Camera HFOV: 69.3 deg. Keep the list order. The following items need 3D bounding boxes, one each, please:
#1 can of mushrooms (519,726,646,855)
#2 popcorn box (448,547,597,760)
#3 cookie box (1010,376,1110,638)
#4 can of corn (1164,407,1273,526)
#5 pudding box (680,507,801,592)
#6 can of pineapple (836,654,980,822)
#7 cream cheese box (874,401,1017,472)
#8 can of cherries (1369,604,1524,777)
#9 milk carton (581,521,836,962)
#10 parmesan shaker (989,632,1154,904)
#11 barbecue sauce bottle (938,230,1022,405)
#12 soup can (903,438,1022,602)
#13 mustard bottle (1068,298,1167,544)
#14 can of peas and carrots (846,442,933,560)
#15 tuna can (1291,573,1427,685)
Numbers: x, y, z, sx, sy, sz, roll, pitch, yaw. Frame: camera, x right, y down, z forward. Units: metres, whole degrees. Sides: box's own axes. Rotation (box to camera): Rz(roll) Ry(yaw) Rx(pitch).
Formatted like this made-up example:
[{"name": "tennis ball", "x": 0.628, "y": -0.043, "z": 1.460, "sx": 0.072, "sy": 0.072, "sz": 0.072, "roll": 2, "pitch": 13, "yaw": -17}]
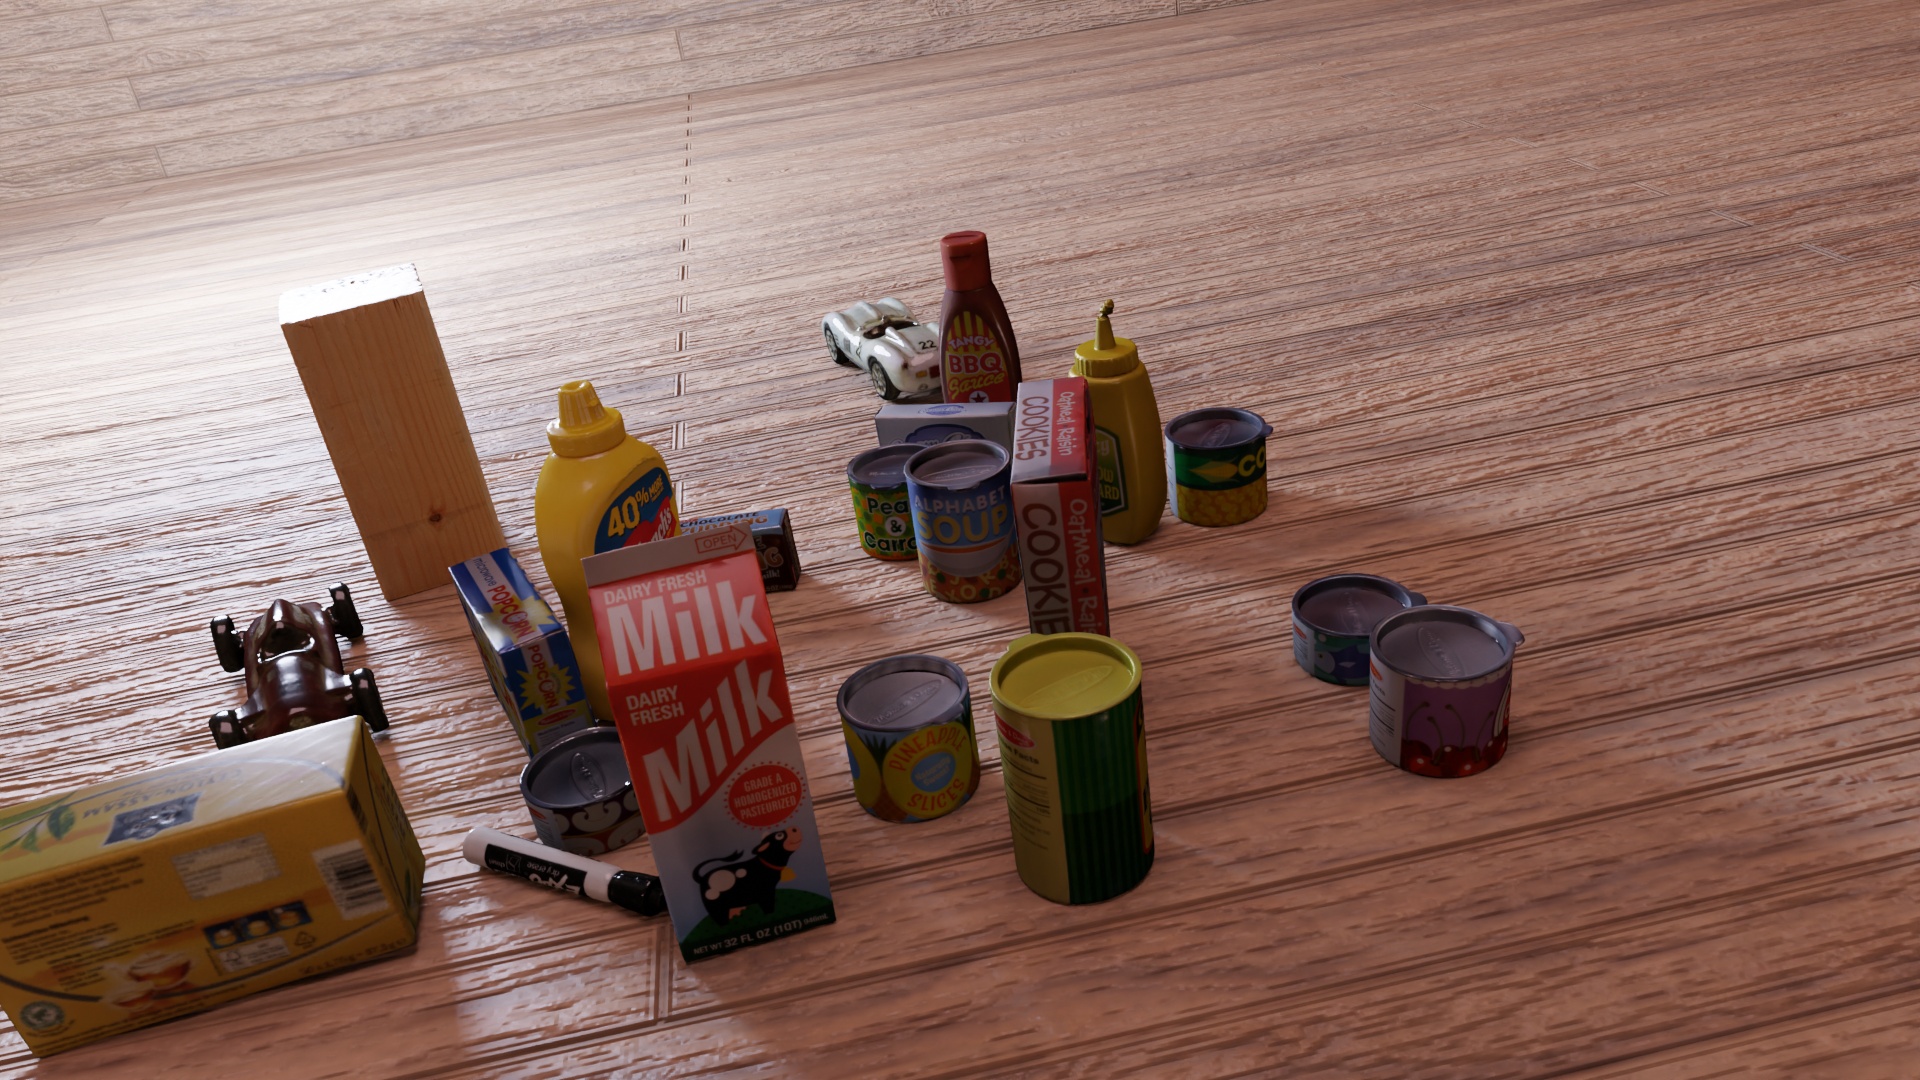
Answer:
[{"name": "can of mushrooms", "x": -0.186, "y": 0.127, "z": 0.712, "sx": 0.071, "sy": 0.033, "sz": 0.071, "roll": -6, "pitch": 28, "yaw": 3}, {"name": "popcorn box", "x": -0.248, "y": 0.067, "z": 0.788, "sx": 0.038, "sy": 0.084, "sz": 0.127, "roll": -21, "pitch": 30, "yaw": -23}, {"name": "cookie box", "x": 0.056, "y": 0.015, "z": 0.716, "sx": 0.040, "sy": 0.166, "sz": 0.123, "roll": -5, "pitch": 28, "yaw": 6}, {"name": "can of corn", "x": 0.173, "y": -0.049, "z": 0.922, "sx": 0.071, "sy": 0.058, "sz": 0.071, "roll": -6, "pitch": 28, "yaw": 3}, {"name": "pudding box", "x": -0.151, "y": 0.009, "z": 0.908, "sx": 0.084, "sy": 0.049, "sz": 0.030, "roll": -6, "pitch": 28, "yaw": 3}, {"name": "can of pineapple", "x": -0.024, "y": 0.099, "z": 0.696, "sx": 0.071, "sy": 0.057, "sz": 0.071, "roll": -6, "pitch": 28, "yaw": 3}, {"name": "cream cheese box", "x": -0.008, "y": -0.073, "z": 1.020, "sx": 0.104, "sy": 0.053, "sz": 0.024, "roll": 0, "pitch": 29, "yaw": 15}, {"name": "can of cherries", "x": 0.236, "y": 0.073, "z": 0.675, "sx": 0.071, "sy": 0.058, "sz": 0.072, "roll": -6, "pitch": 28, "yaw": 3}, {"name": "milk carton", "x": -0.109, "y": 0.082, "z": 0.608, "sx": 0.072, "sy": 0.189, "sz": 0.074, "roll": -14, "pitch": 28, "yaw": -10}, {"name": "parmesan shaker", "x": 0.051, "y": 0.101, "z": 0.624, "sx": 0.071, "sy": 0.102, "sz": 0.071, "roll": -6, "pitch": 28, "yaw": 3}, {"name": "barbecue sauce bottle", "x": 0.011, "y": -0.166, "z": 1.090, "sx": 0.065, "sy": 0.147, "sz": 0.044, "roll": -1, "pitch": 28, "yaw": 13}, {"name": "soup can", "x": 0.003, "y": -0.011, "z": 0.868, "sx": 0.071, "sy": 0.083, "sz": 0.072, "roll": -6, "pitch": 28, "yaw": 3}, {"name": "mustard bottle", "x": 0.095, "y": -0.077, "z": 0.886, "sx": 0.065, "sy": 0.159, "sz": 0.049, "roll": 14, "pitch": 35, "yaw": 36}, {"name": "can of peas and carrots", "x": -0.040, "y": -0.025, "z": 0.934, "sx": 0.071, "sy": 0.058, "sz": 0.071, "roll": -6, "pitch": 28, "yaw": 3}, {"name": "tuna can", "x": 0.217, "y": 0.048, "z": 0.755, "sx": 0.071, "sy": 0.032, "sz": 0.071, "roll": -6, "pitch": 28, "yaw": 3}]
